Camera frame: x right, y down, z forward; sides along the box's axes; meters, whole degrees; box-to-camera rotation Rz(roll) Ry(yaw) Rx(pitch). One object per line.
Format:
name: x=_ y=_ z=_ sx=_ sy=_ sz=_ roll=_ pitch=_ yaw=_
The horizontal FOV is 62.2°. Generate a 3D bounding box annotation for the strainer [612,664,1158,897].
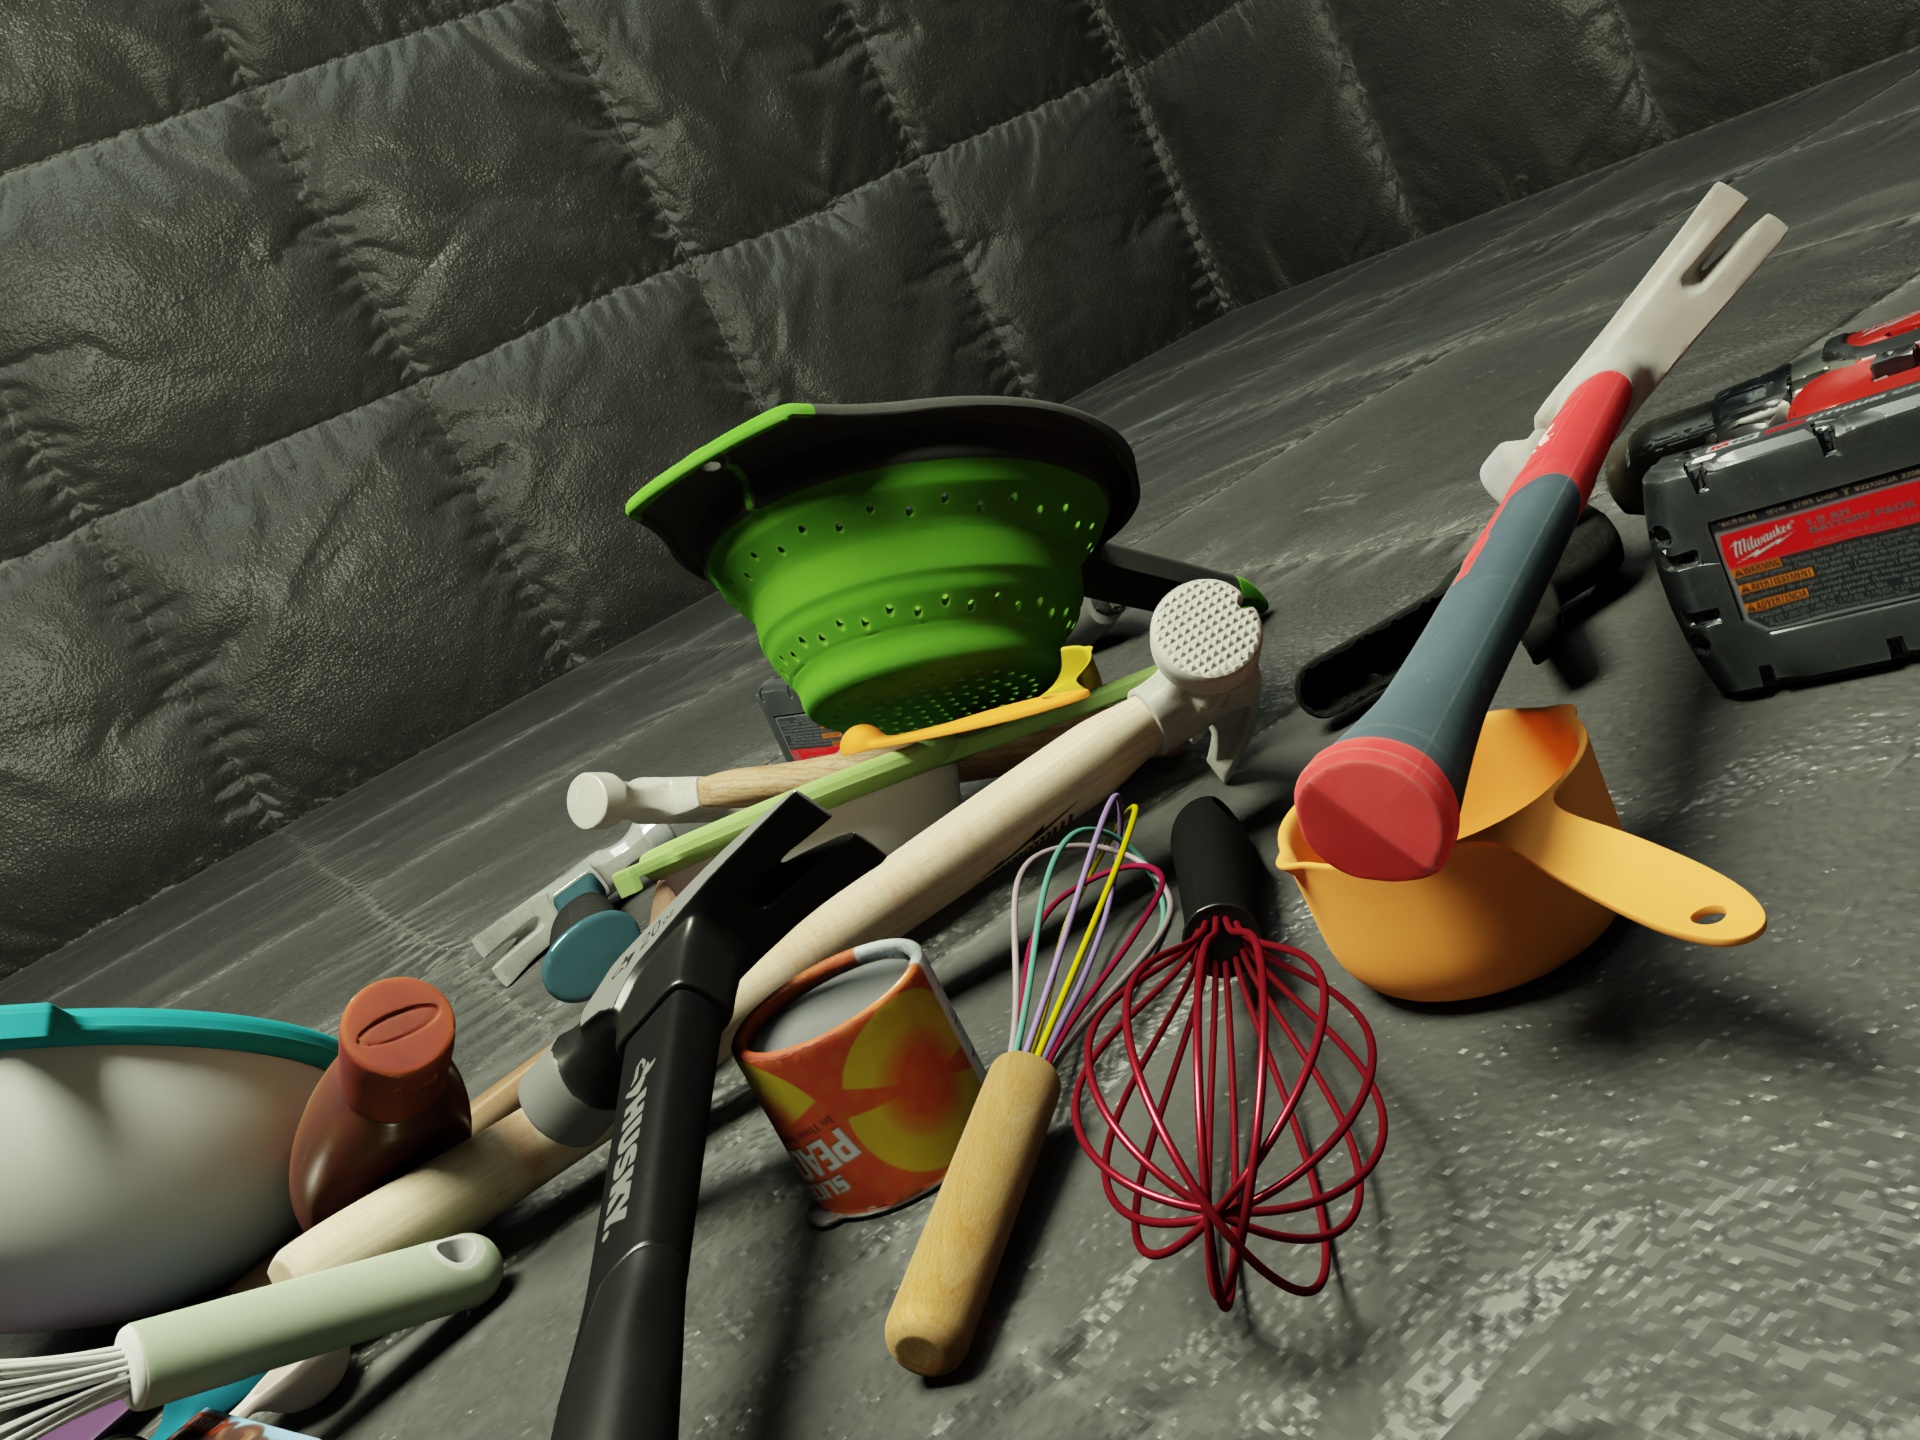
strainer: x=-0.008 y=0.044 z=0.679 sx=0.256 sy=0.069 sz=0.151 roll=-21 pitch=-3 yaw=8

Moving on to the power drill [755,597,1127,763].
power drill: x=-0.002 y=-0.035 z=0.977 sx=0.219 sy=0.078 sz=0.143 roll=-31 pitch=13 yaw=-31

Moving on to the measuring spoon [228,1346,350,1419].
measuring spoon: x=-0.238 y=0.239 z=0.493 sx=0.124 sy=0.018 sz=0.034 roll=-45 pitch=9 yaw=-36

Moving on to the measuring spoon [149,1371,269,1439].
measuring spoon: x=-0.284 y=0.245 z=0.528 sx=0.042 sy=0.021 sz=0.128 roll=-17 pitch=15 yaw=37

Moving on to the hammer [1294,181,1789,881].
hammer: x=0.185 y=-0.069 z=0.490 sx=0.386 sy=0.038 sz=0.143 roll=-42 pitch=-13 yaw=-52

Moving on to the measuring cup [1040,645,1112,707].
measuring cup: x=0.065 y=0.001 z=0.829 sx=0.062 sy=0.029 sz=0.157 roll=-29 pitch=25 yaw=-6

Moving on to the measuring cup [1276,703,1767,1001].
measuring cup: x=0.148 y=0.046 z=0.402 sx=0.095 sy=0.052 sz=0.174 roll=-28 pitch=15 yaw=-6

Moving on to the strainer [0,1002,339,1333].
strainer: x=-0.400 y=0.210 z=0.651 sx=0.340 sy=0.095 sz=0.210 roll=-22 pitch=-28 yaw=21

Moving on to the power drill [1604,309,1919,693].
power drill: x=0.311 y=-0.091 z=0.574 sx=0.188 sy=0.080 sz=0.227 roll=-16 pitch=14 yaw=40

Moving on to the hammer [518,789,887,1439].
hammer: x=-0.071 y=0.136 z=0.357 sx=0.146 sy=0.035 sz=0.335 roll=-47 pitch=20 yaw=15

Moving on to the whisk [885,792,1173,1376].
whisk: x=0.024 y=0.097 z=0.477 sx=0.047 sy=0.051 sz=0.245 roll=-29 pitch=15 yaw=29

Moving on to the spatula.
spatula: x=-0.259 y=0.211 z=0.624 sx=0.316 sy=0.018 sz=0.060 roll=-37 pitch=12 yaw=-35

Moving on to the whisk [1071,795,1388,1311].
whisk: x=0.074 y=0.068 z=0.449 sx=0.073 sy=0.073 sz=0.296 roll=-24 pitch=8 yaw=12

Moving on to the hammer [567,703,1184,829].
hammer: x=-0.039 y=0.024 z=0.808 sx=0.331 sy=0.031 sz=0.130 roll=-9 pitch=-7 yaw=34

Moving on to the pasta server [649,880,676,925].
pasta server: x=-0.145 y=0.109 z=0.759 sx=0.060 sy=0.040 sz=0.316 roll=-36 pitch=12 yaw=-3

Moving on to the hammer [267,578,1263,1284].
hammer: x=-0.062 y=0.096 z=0.586 sx=0.410 sy=0.038 sz=0.146 roll=-34 pitch=-20 yaw=-5

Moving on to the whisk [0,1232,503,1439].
whisk: x=-0.245 y=0.188 z=0.454 sx=0.246 sy=0.059 sz=0.058 roll=-3 pitch=22 yaw=-44

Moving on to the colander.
colander: x=0.036 y=-0.045 z=0.739 sx=0.204 sy=0.094 sz=0.396 roll=-22 pitch=-18 yaw=38

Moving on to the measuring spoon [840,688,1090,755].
measuring spoon: x=-0.001 y=-0.002 z=0.619 sx=0.117 sy=0.011 sz=0.021 roll=-13 pitch=8 yaw=34

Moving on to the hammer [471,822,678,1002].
hammer: x=-0.190 y=0.099 z=0.806 sx=0.128 sy=0.033 sz=0.331 roll=-37 pitch=8 yaw=-12
